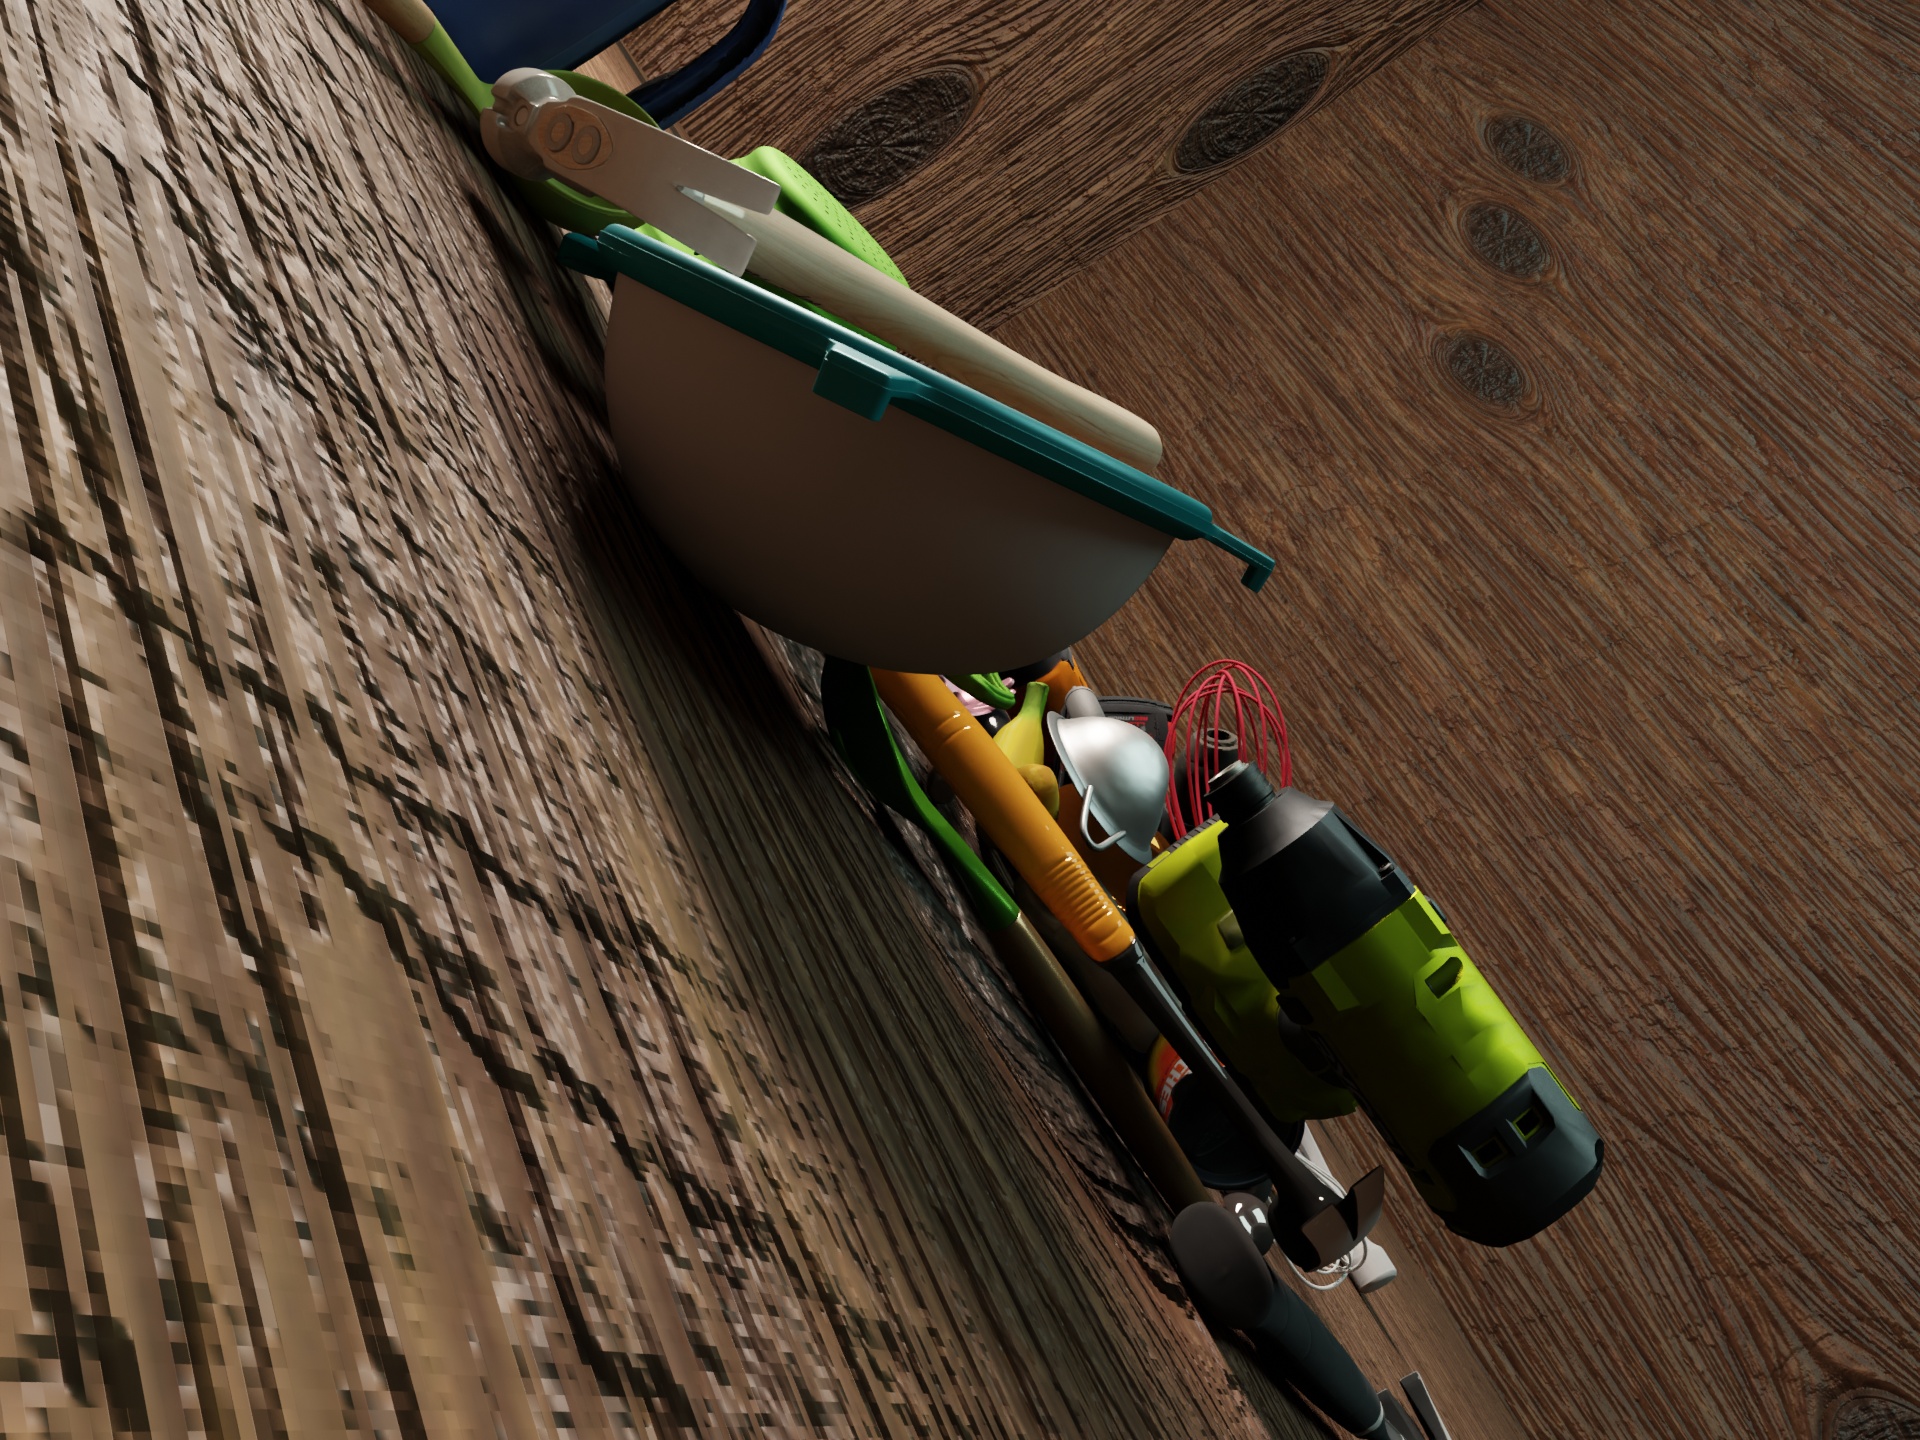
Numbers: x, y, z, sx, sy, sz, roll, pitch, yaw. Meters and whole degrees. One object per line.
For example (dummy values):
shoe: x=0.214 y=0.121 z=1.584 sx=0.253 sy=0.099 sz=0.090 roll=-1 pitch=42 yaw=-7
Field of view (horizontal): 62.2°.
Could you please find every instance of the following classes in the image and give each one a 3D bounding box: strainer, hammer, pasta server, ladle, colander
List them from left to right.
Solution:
ladle: x=-0.197 y=-0.267 z=0.561 sx=0.078 sy=0.062 sz=0.320 roll=69 pitch=12 yaw=18
strainer: x=-0.072 y=-0.097 z=0.558 sx=0.210 sy=0.095 sz=0.341 roll=15 pitch=13 yaw=-46
colander: x=-0.055 y=-0.173 z=0.801 sx=0.204 sy=0.094 sz=0.397 roll=24 pitch=27 yaw=-56
hammer: x=-0.009 y=-0.169 z=0.707 sx=0.146 sy=0.038 sz=0.410 roll=34 pitch=12 yaw=33
pasta server: x=-0.001 y=-0.003 z=0.866 sx=0.060 sy=0.040 sz=0.316 roll=42 pitch=8 yaw=-6
hammer: x=0.044 y=0.069 z=0.638 sx=0.337 sy=0.034 sz=0.127 roll=51 pitch=-8 yaw=23
strainer: x=0.073 y=0.011 z=0.821 sx=0.087 sy=0.050 sz=0.258 roll=53 pitch=7 yaw=-11
hammer: x=0.231 y=0.312 z=1.126 sx=0.144 sy=0.035 sz=0.405 roll=61 pitch=6 yaw=33
hammer: x=0.184 y=0.310 z=0.715 sx=0.408 sy=0.036 sz=0.149 roll=52 pitch=6 yaw=-41

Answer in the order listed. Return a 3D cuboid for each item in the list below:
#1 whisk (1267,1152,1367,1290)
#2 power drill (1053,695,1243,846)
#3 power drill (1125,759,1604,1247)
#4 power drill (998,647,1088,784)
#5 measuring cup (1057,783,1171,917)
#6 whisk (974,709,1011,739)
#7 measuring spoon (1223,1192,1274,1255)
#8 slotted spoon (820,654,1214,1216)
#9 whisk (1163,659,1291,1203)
whisk: x=0.149 y=0.222 z=0.889 sx=0.246 sy=0.059 sz=0.058 roll=52 pitch=-37 yaw=-11
power drill: x=0.126 y=0.059 z=1.035 sx=0.227 sy=0.080 sz=0.187 roll=-113 pitch=-153 yaw=-63
power drill: x=0.134 y=0.093 z=0.603 sx=0.171 sy=0.080 sz=0.223 roll=54 pitch=-5 yaw=3
power drill: x=0.040 y=-0.059 z=1.220 sx=0.164 sy=0.084 sz=0.227 roll=61 pitch=1 yaw=-26
measuring cup: x=0.099 y=0.082 z=0.821 sx=0.174 sy=0.052 sz=0.095 roll=18 pitch=-26 yaw=54
whisk: x=-0.007 y=-0.065 z=1.088 sx=0.070 sy=0.070 sz=0.285 roll=52 pitch=12 yaw=-44
measuring spoon: x=0.139 y=0.246 z=0.769 sx=0.034 sy=0.018 sz=0.124 roll=59 pitch=6 yaw=16
slotted spoon: x=0.030 y=0.098 z=0.614 sx=0.313 sy=0.031 sz=0.070 roll=57 pitch=3 yaw=-17
whisk: x=0.148 y=0.112 z=0.861 sx=0.073 sy=0.073 sz=0.296 roll=37 pitch=51 yaw=-75
